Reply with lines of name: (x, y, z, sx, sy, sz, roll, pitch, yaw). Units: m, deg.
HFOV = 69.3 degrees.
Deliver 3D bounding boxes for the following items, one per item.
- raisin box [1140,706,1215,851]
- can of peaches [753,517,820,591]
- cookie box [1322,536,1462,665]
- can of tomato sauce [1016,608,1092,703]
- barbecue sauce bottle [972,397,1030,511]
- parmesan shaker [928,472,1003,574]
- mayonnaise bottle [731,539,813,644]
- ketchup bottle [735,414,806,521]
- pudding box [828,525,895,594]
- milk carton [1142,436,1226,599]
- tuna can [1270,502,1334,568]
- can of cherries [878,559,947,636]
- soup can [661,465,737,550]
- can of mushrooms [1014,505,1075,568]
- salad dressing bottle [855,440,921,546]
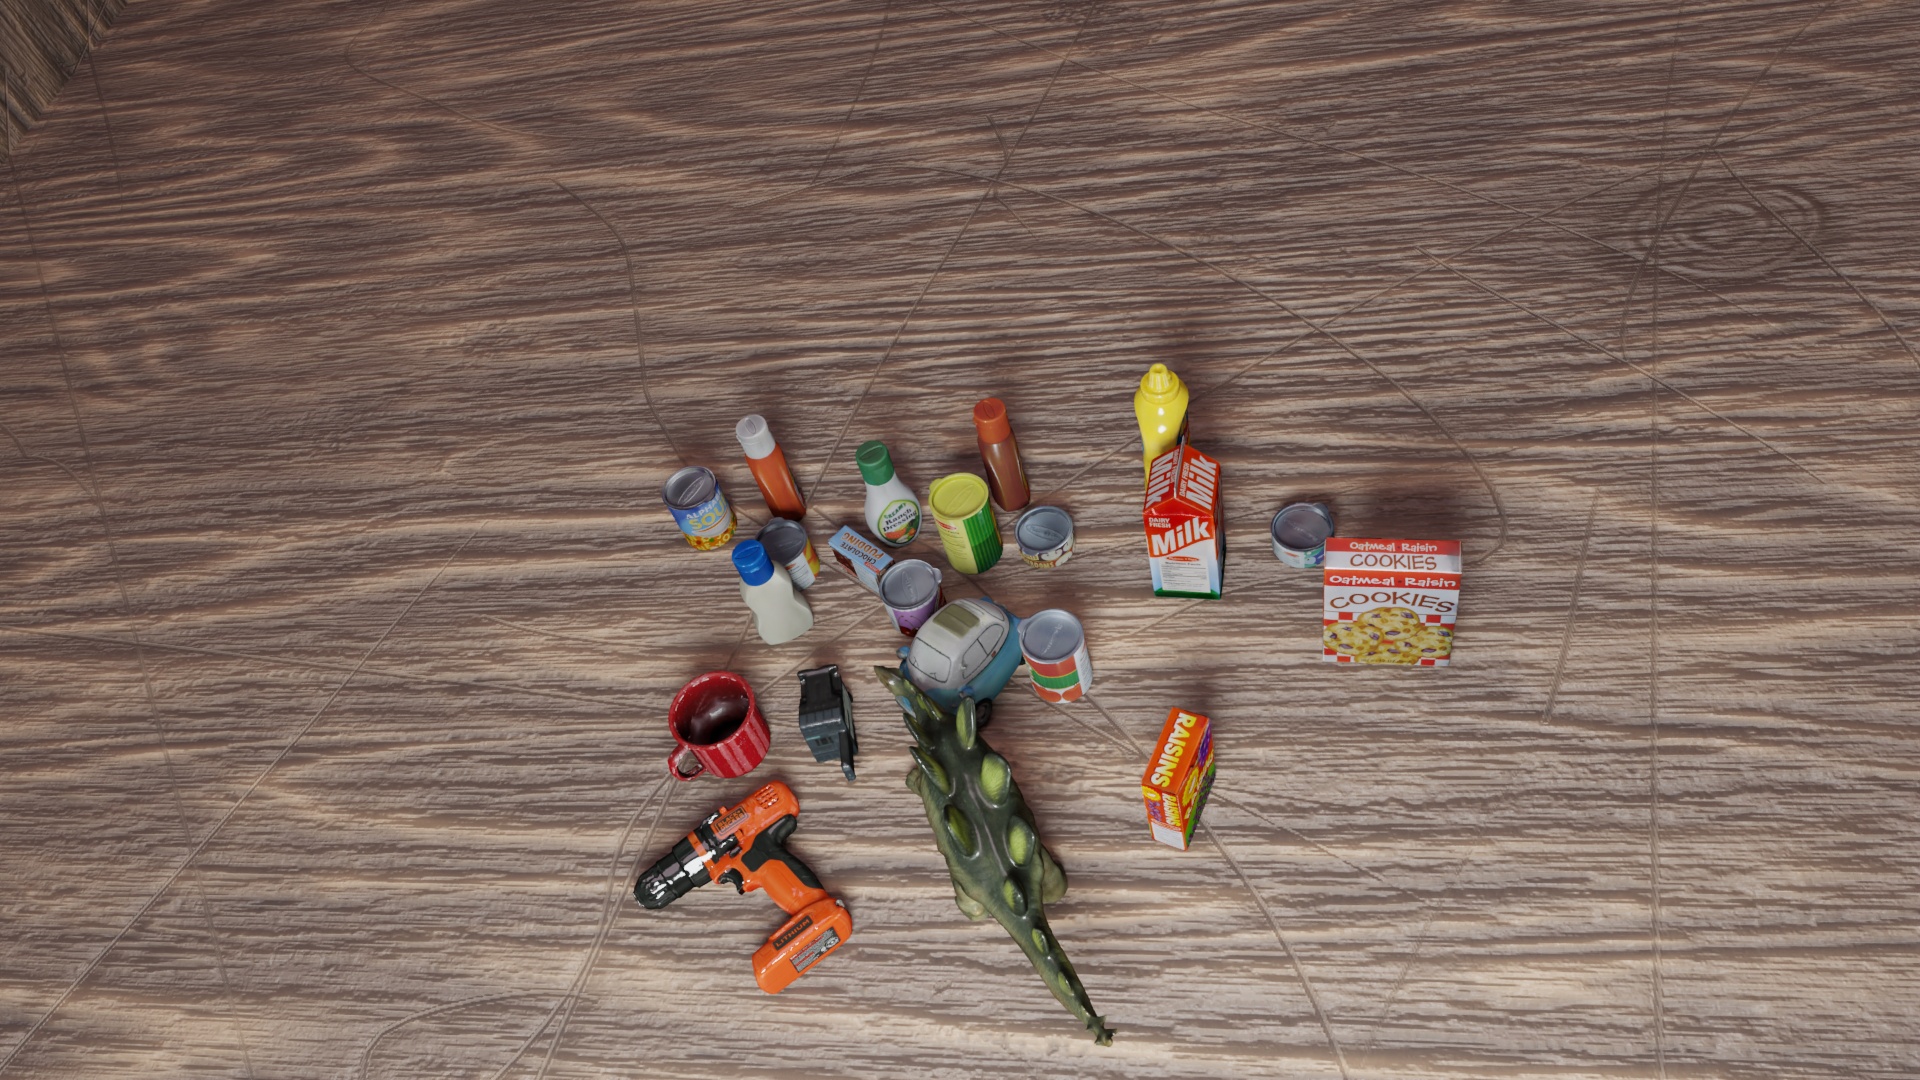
raisin box: (0.206, 0.224, 1.300, 0.040, 0.122, 0.086, 16, 59, 24)
can of peaches: (-0.201, 0.017, 1.600, 0.071, 0.057, 0.071, -7, 52, 9)
cookie box: (0.415, 0.060, 1.347, 0.123, 0.166, 0.040, 1, 54, 15)
can of tomato sauce: (0.097, 0.120, 1.433, 0.071, 0.082, 0.071, -7, 52, 9)
barbecue sauce bottle: (0.045, -0.099, 1.571, 0.044, 0.147, 0.065, -21, 51, -2)
parmesan shaker: (0.006, -0.019, 1.549, 0.071, 0.102, 0.071, -7, 52, 9)
mayonnaise bottle: (-0.209, 0.055, 1.516, 0.065, 0.147, 0.041, -24, 52, -4)
ketchup bottle: (-0.224, -0.085, 1.626, 0.043, 0.148, 0.065, -27, 52, -7)
pudding box: (-0.109, 0.024, 1.578, 0.084, 0.049, 0.030, 33, 67, 32)
milk carton: (0.233, -0.021, 1.439, 0.073, 0.189, 0.073, 3, 54, 16)
tuna can: (0.370, -0.007, 1.495, 0.071, 0.032, 0.071, -7, 52, 9)
can of cherries: (-0.049, 0.064, 1.527, 0.071, 0.058, 0.072, -7, 52, 9)
soup can: (-0.307, -0.037, 1.651, 0.071, 0.083, 0.072, -7, 52, 9)
can of mushrooms: (0.094, -0.002, 1.558, 0.071, 0.033, 0.071, -7, 52, 9)
salad dressing bottle: (-0.084, -0.053, 1.568, 0.064, 0.147, 0.044, -29, 52, -9)
